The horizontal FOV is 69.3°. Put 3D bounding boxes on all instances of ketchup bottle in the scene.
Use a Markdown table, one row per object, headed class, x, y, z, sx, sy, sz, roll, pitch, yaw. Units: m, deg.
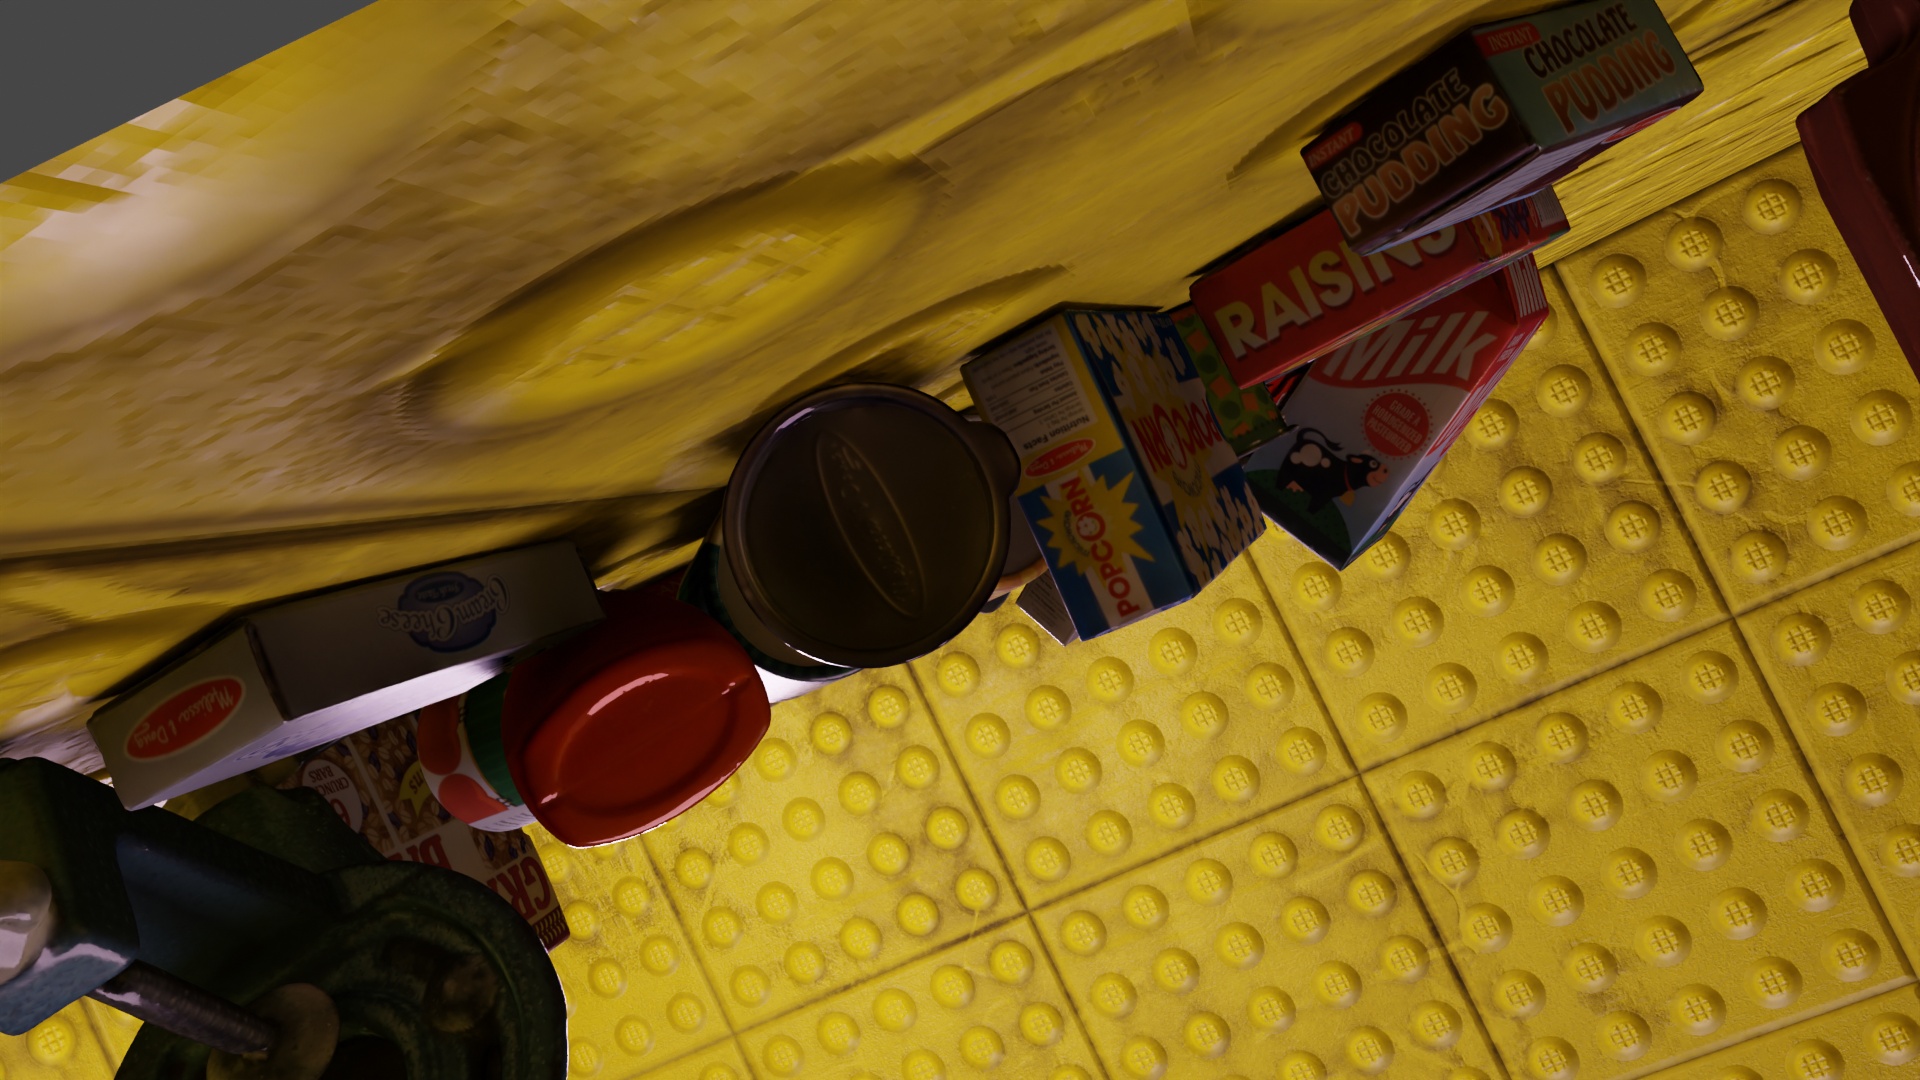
| class | x | y | z | sx | sy | sz | roll | pitch | yaw |
| --- | --- | --- | --- | --- | --- | --- | --- | --- | --- |
| ketchup bottle | -0.100 | 0.040 | 0.399 | 0.065 | 0.043 | 0.149 | -31 | -165 | -15 |

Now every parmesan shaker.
| class | x | y | z | sx | sy | sz | roll | pitch | yaw |
| --- | --- | --- | --- | --- | --- | --- | --- | --- | --- |
| parmesan shaker | -0.058 | 0.019 | 0.454 | 0.071 | 0.071 | 0.103 | -25 | 178 | -18 |

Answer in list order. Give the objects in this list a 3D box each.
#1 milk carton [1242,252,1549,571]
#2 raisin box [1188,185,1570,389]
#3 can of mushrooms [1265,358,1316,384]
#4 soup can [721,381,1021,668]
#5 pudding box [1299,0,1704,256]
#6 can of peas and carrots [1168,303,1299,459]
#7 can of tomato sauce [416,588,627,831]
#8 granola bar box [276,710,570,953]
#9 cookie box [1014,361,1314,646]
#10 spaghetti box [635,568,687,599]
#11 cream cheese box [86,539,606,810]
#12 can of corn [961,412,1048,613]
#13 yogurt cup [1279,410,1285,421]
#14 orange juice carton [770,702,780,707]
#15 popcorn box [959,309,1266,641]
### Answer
| class | x | y | z | sx | sy | sz | roll | pitch | yaw |
| --- | --- | --- | --- | --- | --- | --- | --- | --- | --- |
| milk carton | 0.223 | -0.085 | 0.691 | 0.072 | 0.073 | 0.189 | -22 | 146 | -55 |
| raisin box | 0.141 | -0.094 | 0.455 | 0.086 | 0.040 | 0.124 | -26 | 180 | 37 |
| can of mushrooms | 0.157 | -0.098 | 0.630 | 0.071 | 0.033 | 0.071 | -26 | 179 | -1 |
| soup can | -0.018 | -0.004 | 0.359 | 0.071 | 0.071 | 0.084 | -26 | 179 | 1 |
| pudding box | 0.122 | -0.094 | 0.313 | 0.084 | 0.030 | 0.049 | -25 | 177 | -37 |
| can of peas and carrots | 0.084 | -0.052 | 0.523 | 0.071 | 0.058 | 0.071 | -27 | 178 | -1 |
| can of tomato sauce | -0.150 | 0.065 | 0.515 | 0.083 | 0.071 | 0.071 | -23 | 180 | 31 |
| granola bar box | -0.230 | 0.137 | 0.572 | 0.039 | 0.124 | 0.165 | -25 | 178 | 5 |
| cookie box | 0.110 | -0.031 | 0.726 | 0.123 | 0.040 | 0.166 | -24 | 151 | -52 |
| spaghetti box | -0.033 | 0.003 | 0.601 | 0.251 | 0.029 | 0.050 | -25 | 141 | -19 |
| cream cheese box | -0.134 | 0.027 | 0.318 | 0.053 | 0.024 | 0.104 | -26 | 179 | 23 |
| can of corn | 0.002 | -0.006 | 0.515 | 0.071 | 0.071 | 0.058 | -25 | 177 | -25 |
| yogurt cup | 0.096 | -0.059 | 0.590 | 0.072 | 0.054 | 0.072 | -26 | 178 | -1 |
| orange juice carton | -0.138 | 0.073 | 0.848 | 0.073 | 0.072 | 0.193 | -26 | 178 | 33 |
| popcorn box | 0.052 | -0.026 | 0.429 | 0.038 | 0.085 | 0.127 | -26 | 179 | 23 |
